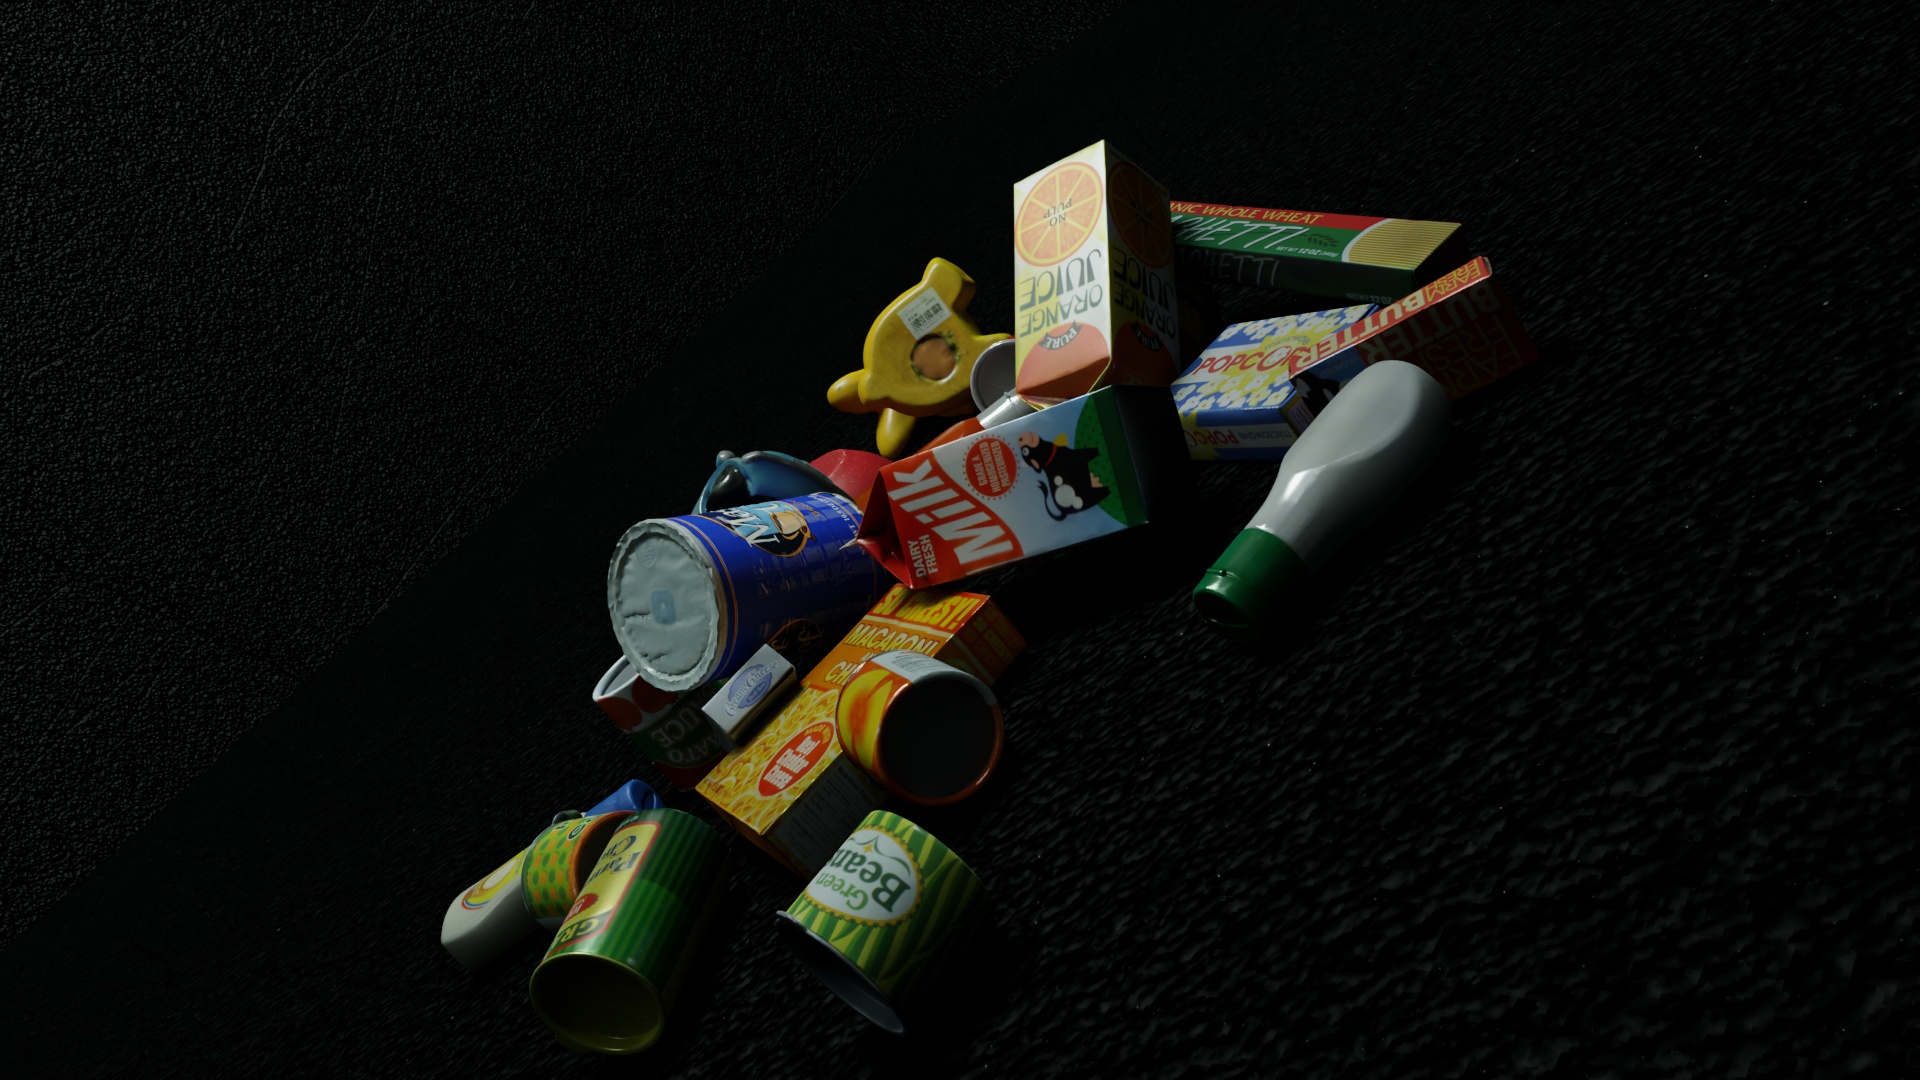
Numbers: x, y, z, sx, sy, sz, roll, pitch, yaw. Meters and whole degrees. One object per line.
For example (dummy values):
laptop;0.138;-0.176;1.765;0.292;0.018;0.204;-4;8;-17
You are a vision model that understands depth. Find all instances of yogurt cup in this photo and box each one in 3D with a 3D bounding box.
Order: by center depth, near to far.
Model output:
yogurt cup;0.045;-0.123;1.041;0.072;0.072;0.054;-31;12;20

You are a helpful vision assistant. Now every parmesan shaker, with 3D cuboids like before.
parmesan shaker;-0.160;0.191;0.684;0.071;0.071;0.103;-30;20;24

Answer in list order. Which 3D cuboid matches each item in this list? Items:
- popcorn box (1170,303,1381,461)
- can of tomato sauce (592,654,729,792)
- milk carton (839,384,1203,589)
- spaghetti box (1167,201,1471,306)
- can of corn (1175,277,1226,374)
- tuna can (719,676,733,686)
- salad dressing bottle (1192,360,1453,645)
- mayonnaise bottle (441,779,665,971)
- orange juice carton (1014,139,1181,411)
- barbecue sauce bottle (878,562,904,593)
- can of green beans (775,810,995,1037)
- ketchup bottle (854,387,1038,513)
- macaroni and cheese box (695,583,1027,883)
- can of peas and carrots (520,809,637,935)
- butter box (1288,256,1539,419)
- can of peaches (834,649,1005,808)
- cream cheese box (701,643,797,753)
popcorn box;0.170;-0.084;0.761;0.085;0.038;0.126;-46;20;-17
can of tomato sauce;-0.182;0.108;0.886;0.071;0.083;0.071;-34;19;13
milk carton;0.026;-0.023;0.759;0.190;0.073;0.072;-17;-4;33
spaghetti box;0.184;-0.178;0.846;0.050;0.028;0.250;-41;37;-24
can of corn;0.133;-0.134;0.907;0.071;0.071;0.058;-22;25;39
tuna can;-0.194;0.106;0.991;0.071;0.032;0.071;-34;19;14
salad dressing bottle;0.160;-0.017;0.617;0.148;0.044;0.064;-46;22;-19
mayonnaise bottle;-0.248;0.202;0.854;0.148;0.041;0.065;-36;17;8
orange juice carton;0.082;-0.134;0.838;0.073;0.072;0.193;-18;62;39
barbecue sauce bottle;0.003;-0.011;0.887;0.148;0.043;0.065;-25;19;33
can of green beans;-0.028;0.148;0.541;0.058;0.071;0.071;-48;21;-27
ketchup bottle;-0.008;-0.053;1.003;0.149;0.043;0.065;-37;25;3
macaroni and cheese box;-0.055;0.097;0.749;0.167;0.040;0.123;-45;19;-18
can of peas and carrots;-0.199;0.182;0.767;0.058;0.071;0.071;-19;27;44
butter box;0.214;-0.086;0.661;0.103;0.053;0.024;-28;23;27
can of peaches;-0.020;0.091;0.662;0.071;0.071;0.058;-44;20;-15
cream cheese box;-0.121;0.099;0.820;0.053;0.024;0.103;-46;-10;-17
